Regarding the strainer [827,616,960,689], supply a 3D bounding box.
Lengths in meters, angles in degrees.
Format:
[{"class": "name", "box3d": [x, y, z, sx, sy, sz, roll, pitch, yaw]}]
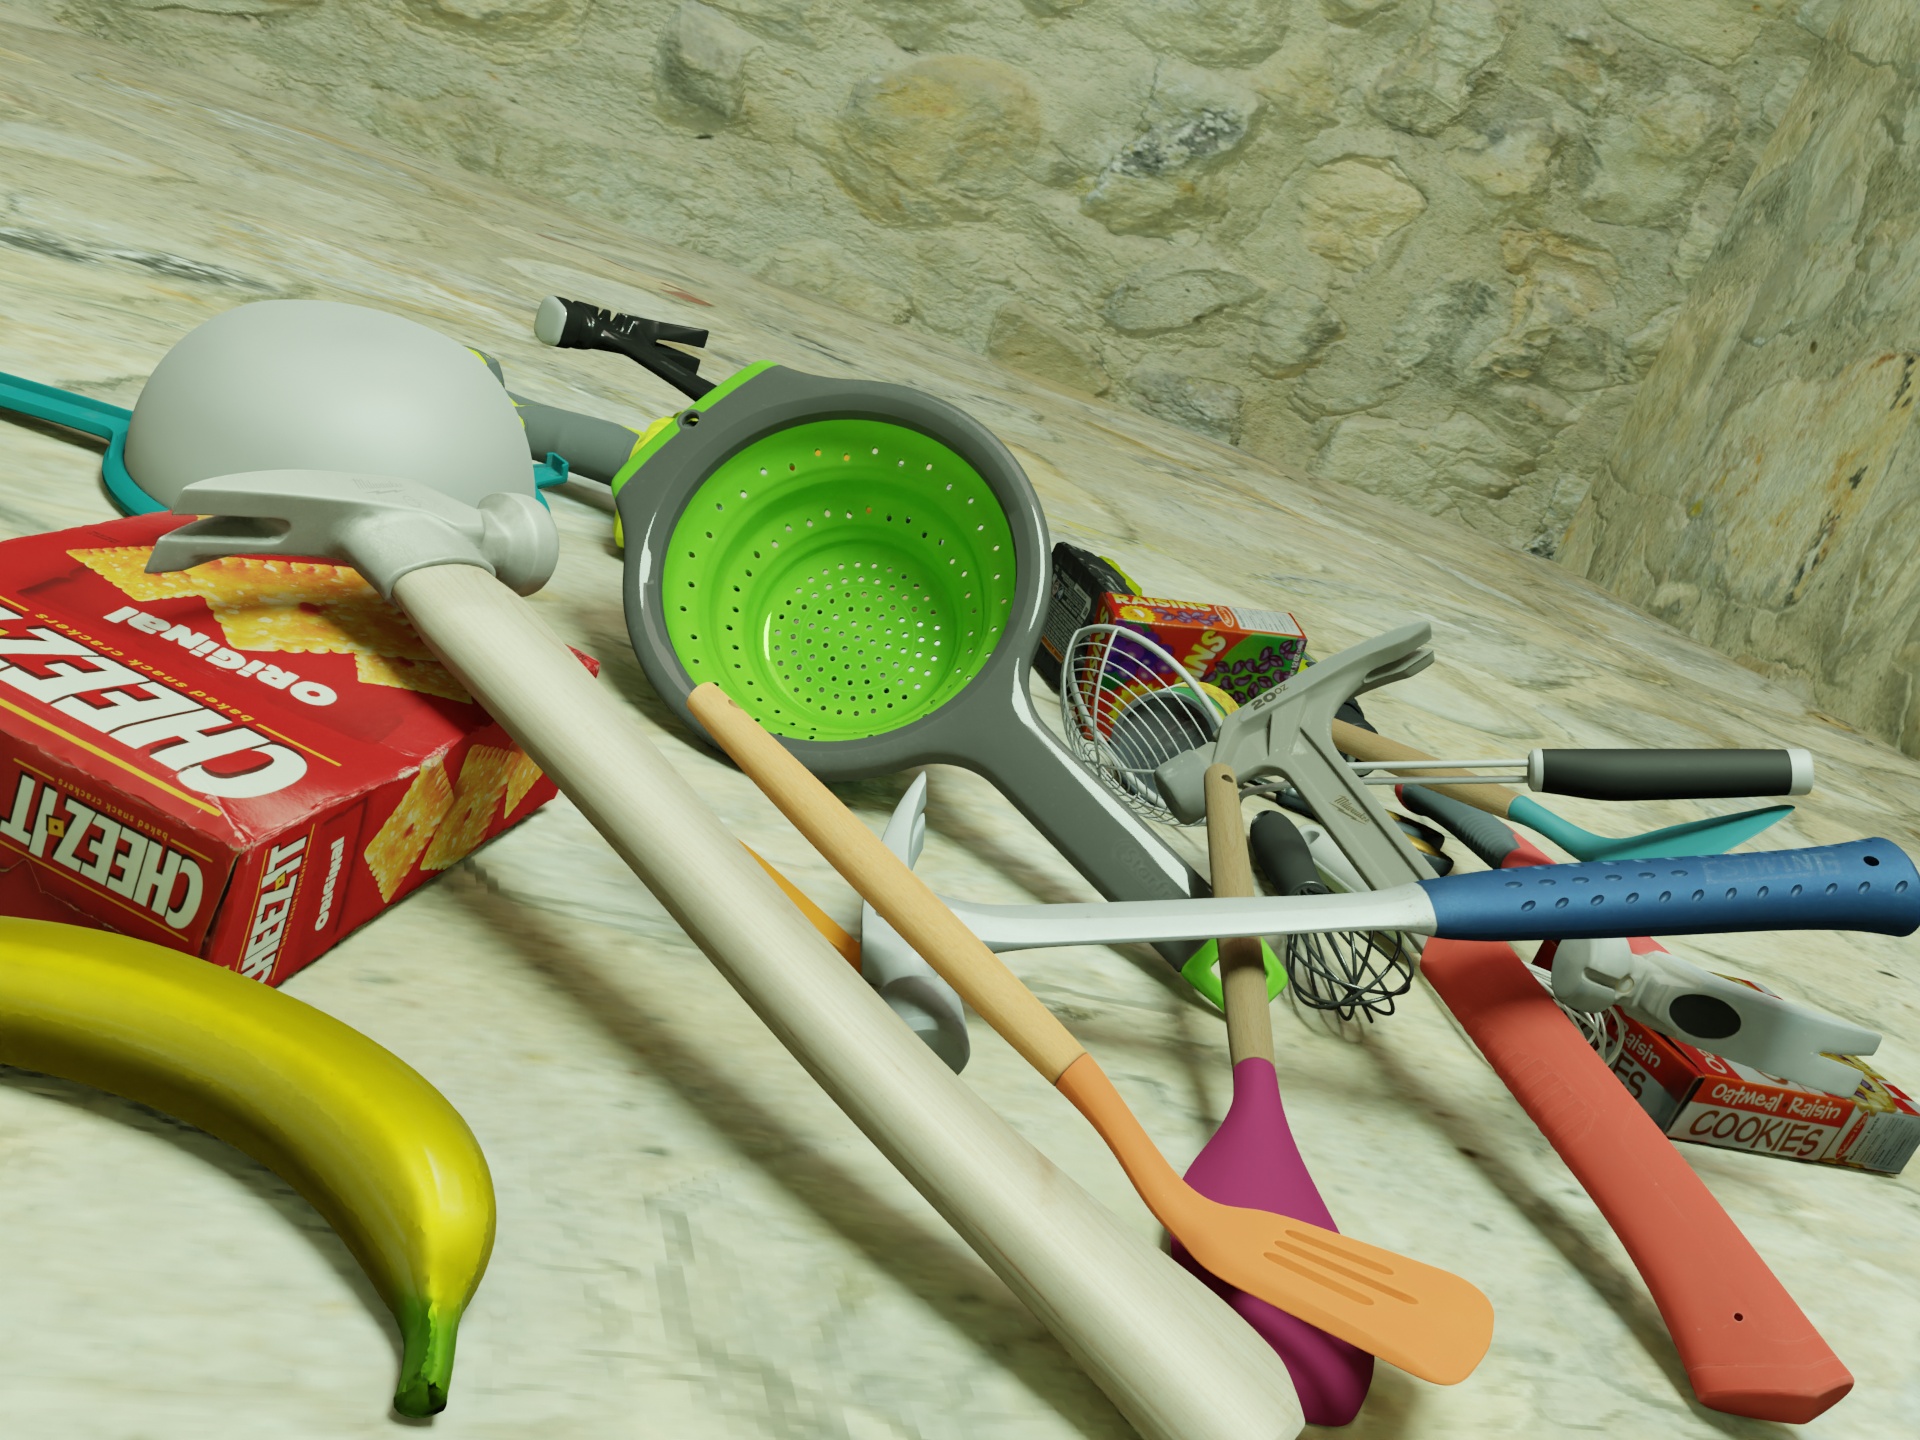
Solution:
[{"class": "strainer", "box3d": [0.010, -0.001, 0.869, 0.086, 0.050, 0.259, 3, 30, -48]}]

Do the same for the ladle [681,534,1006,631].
[{"class": "ladle", "box3d": [-0.052, -0.084, 0.964, 0.078, 0.062, 0.320, -16, -6, 39]}]

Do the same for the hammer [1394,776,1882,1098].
[{"class": "hammer", "box3d": [0.327, 0.090, 0.861, 0.143, 0.038, 0.386, 20, 11, -5]}]

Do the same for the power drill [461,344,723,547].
[{"class": "power drill", "box3d": [-0.260, -0.171, 0.983, 0.223, 0.080, 0.171, 19, 18, 0]}]

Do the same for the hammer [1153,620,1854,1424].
[{"class": "hammer", "box3d": [0.223, 0.106, 0.644, 0.359, 0.149, 0.036, 59, -3, 42]}]

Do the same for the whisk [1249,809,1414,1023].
[{"class": "whisk", "box3d": [0.176, 0.088, 0.798, 0.055, 0.055, 0.239, 21, 14, -6]}]

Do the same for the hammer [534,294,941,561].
[{"class": "hammer", "box3d": [-0.121, -0.178, 0.959, 0.127, 0.034, 0.337, 1, 29, -48]}]

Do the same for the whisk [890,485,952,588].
[{"class": "whisk", "box3d": [-0.032, -0.124, 1.146, 0.070, 0.070, 0.285, 20, 23, -8]}]

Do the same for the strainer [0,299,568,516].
[{"class": "strainer", "box3d": [-0.365, -0.168, 0.781, 0.340, 0.095, 0.211, 16, 26, -6]}]

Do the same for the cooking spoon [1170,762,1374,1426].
[{"class": "cooking spoon", "box3d": [0.106, 0.110, 0.586, 0.068, 0.017, 0.319, 19, 32, -8]}]

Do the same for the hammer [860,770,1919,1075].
[{"class": "hammer", "box3d": [0.163, 0.068, 0.604, 0.405, 0.035, 0.144, -2, 33, -7]}]

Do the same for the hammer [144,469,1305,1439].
[{"class": "hammer", "box3d": [-0.070, 0.060, 0.465, 0.411, 0.038, 0.146, 43, 23, 20]}]

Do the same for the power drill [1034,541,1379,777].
[{"class": "power drill", "box3d": [0.169, -0.035, 1.092, 0.228, 0.080, 0.191, 18, 18, -23]}]

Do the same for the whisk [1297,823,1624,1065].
[{"class": "whisk", "box3d": [0.240, 0.111, 0.808, 0.059, 0.058, 0.247, 53, -5, -32]}]

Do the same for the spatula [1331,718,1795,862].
[{"class": "spatula", "box3d": [0.284, 0.029, 0.867, 0.082, 0.044, 0.318, -22, 27, -25]}]

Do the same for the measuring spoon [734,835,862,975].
[{"class": "measuring spoon", "box3d": [-0.068, 0.066, 0.625, 0.117, 0.011, 0.021, 34, 21, 32]}]

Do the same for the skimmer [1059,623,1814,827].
[{"class": "skimmer", "box3d": [0.227, 0.004, 0.810, 0.363, 0.127, 0.090, -1, 44, 14]}]

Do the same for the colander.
[{"class": "colander", "box3d": [-0.001, -0.002, 0.767, 0.397, 0.204, 0.094, 45, -11, 16]}]

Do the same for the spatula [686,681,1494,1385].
[{"class": "spatula", "box3d": [0.023, 0.086, 0.501, 0.323, 0.041, 0.081, 43, 15, 21]}]
